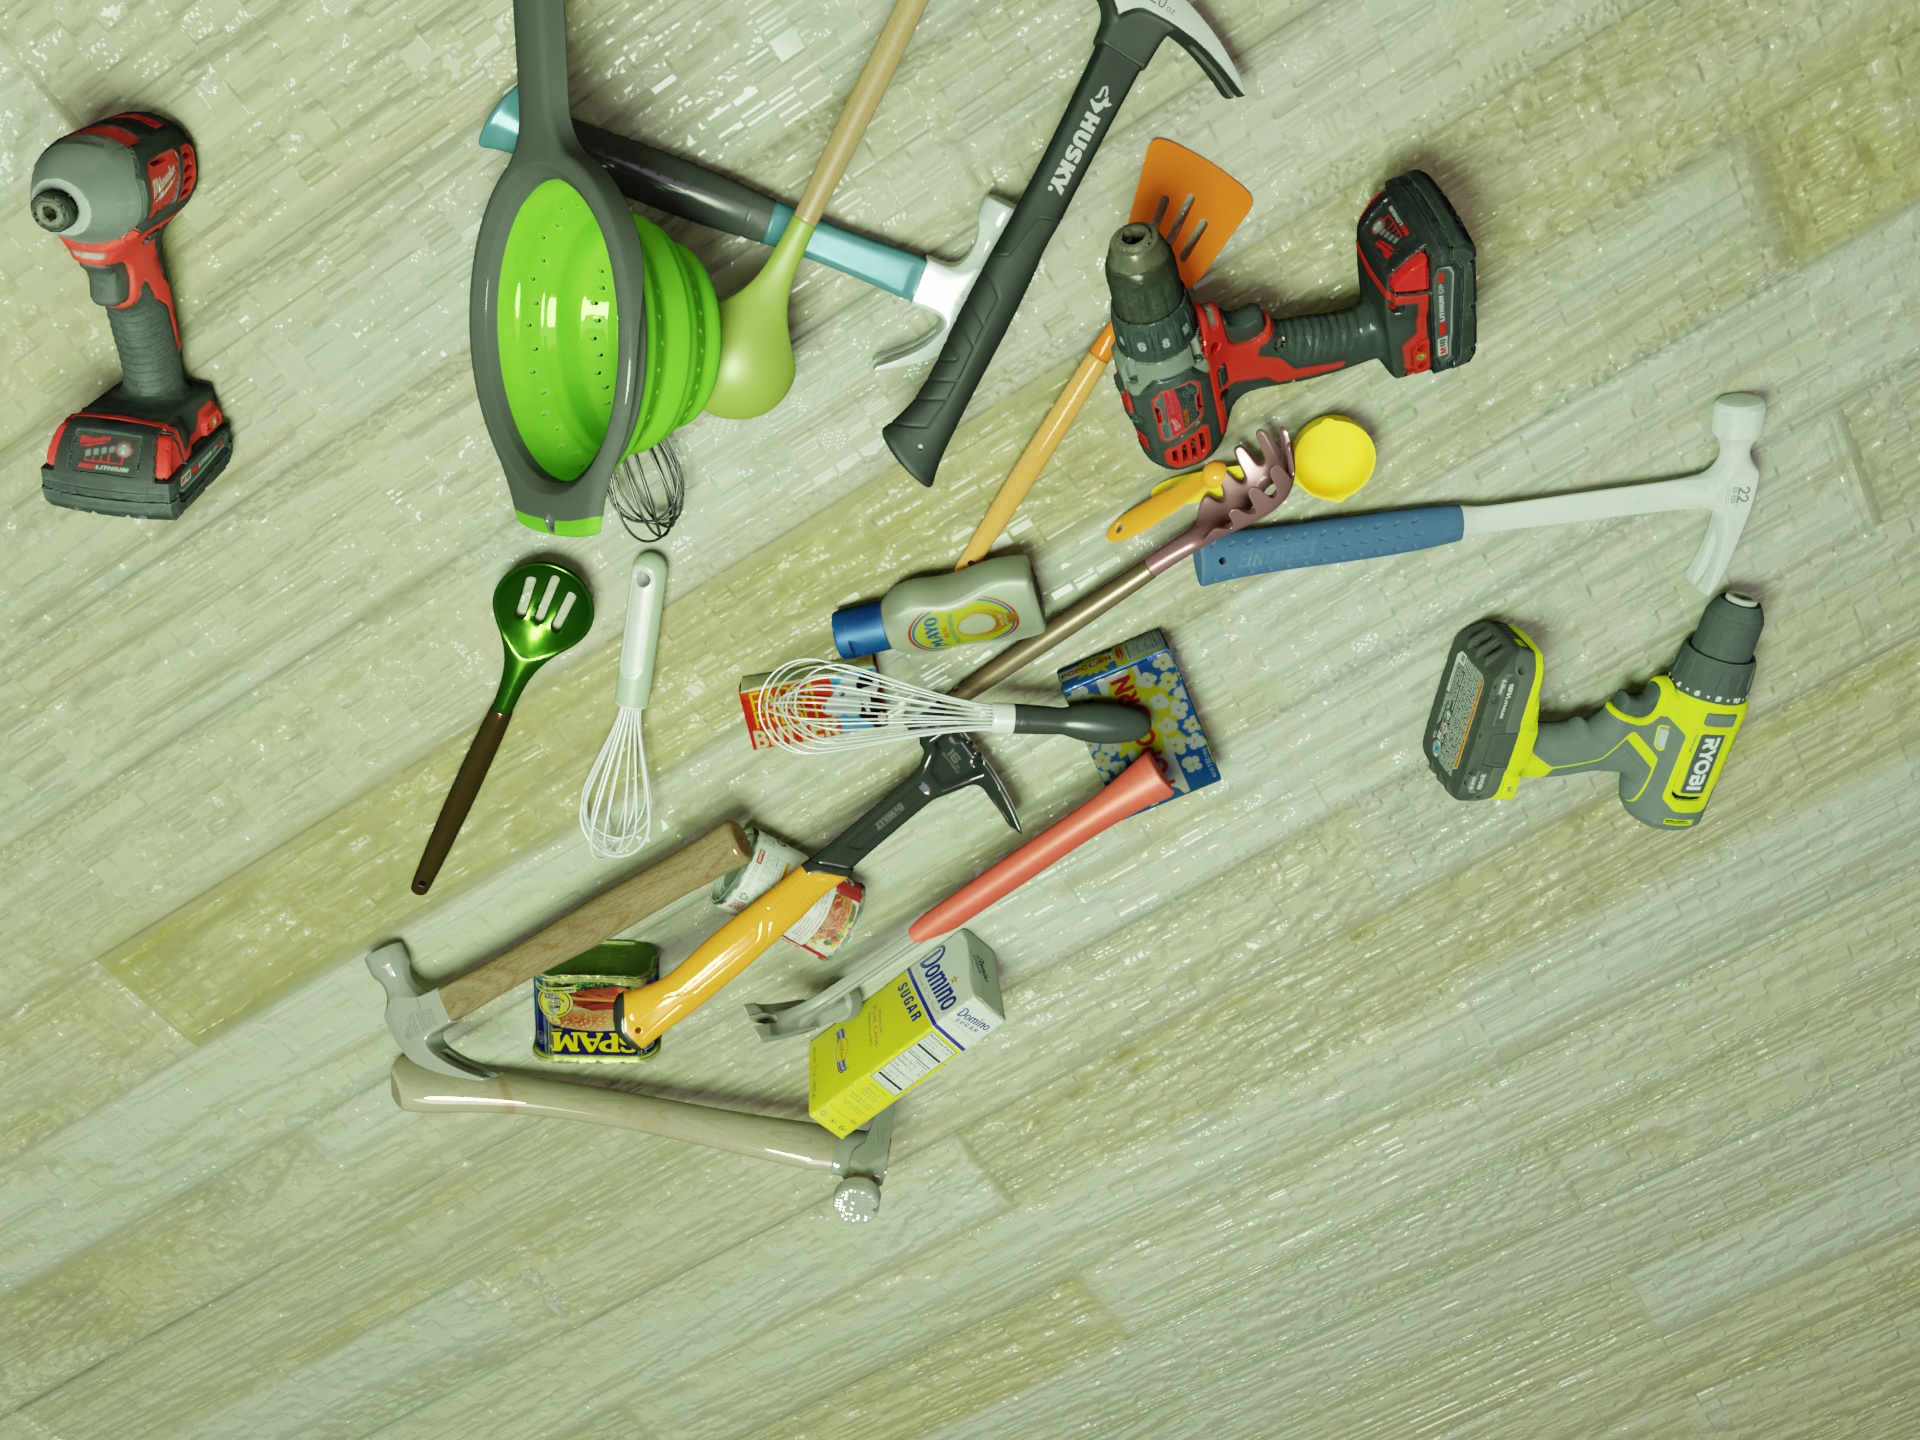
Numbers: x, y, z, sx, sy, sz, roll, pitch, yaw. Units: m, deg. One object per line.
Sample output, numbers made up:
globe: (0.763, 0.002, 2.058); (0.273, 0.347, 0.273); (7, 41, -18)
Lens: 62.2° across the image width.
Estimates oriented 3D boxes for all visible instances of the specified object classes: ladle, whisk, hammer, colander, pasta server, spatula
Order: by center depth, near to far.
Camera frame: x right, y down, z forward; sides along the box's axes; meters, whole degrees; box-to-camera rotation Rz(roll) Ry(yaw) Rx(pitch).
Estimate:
colander: (-0.207, -0.309, 0.926); (0.094, 0.205, 0.397); (-10, 105, -39)
ladle: (-0.083, -0.328, 0.966); (0.078, 0.062, 0.320); (25, 105, -15)
hammer: (0.046, -0.300, 0.990); (0.146, 0.035, 0.334); (25, 101, -18)
hammer: (-0.133, -0.320, 1.000); (0.331, 0.033, 0.128); (17, 115, -14)
whisk: (-0.232, -0.227, 1.035); (0.055, 0.055, 0.238); (-15, 115, 3)
spatula: (0.080, -0.229, 1.078); (0.081, 0.041, 0.322); (24, 118, -18)
pasta server: (0.108, -0.098, 1.129); (0.316, 0.060, 0.040); (-34, 122, 22)
whisk: (-0.002, -0.002, 1.140); (0.284, 0.070, 0.070); (3, 118, -8)
hammer: (0.371, -0.138, 1.146); (0.405, 0.035, 0.144); (-8, 119, -1)
whisk: (-0.241, -0.006, 1.157); (0.058, 0.059, 0.246); (20, 114, 15)
hammer: (-0.113, 0.131, 1.180); (0.337, 0.034, 0.127); (-39, 106, -6)
hammer: (0.003, 0.137, 1.202); (0.359, 0.149, 0.037); (-36, 73, 16)
hammer: (-0.299, 0.168, 1.204); (0.331, 0.031, 0.130); (-29, 82, 14)
hammer: (-0.260, 0.318, 1.311); (0.410, 0.146, 0.038); (10, 117, 1)

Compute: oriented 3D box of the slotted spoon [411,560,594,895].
slotted spoon: (-0.347, 0.010, 1.166); (0.070, 0.031, 0.313); (23, 116, -17)

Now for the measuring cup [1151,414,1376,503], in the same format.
measuring cup: (0.212, -0.177, 1.121); (0.156, 0.029, 0.062); (-9, 116, 13)

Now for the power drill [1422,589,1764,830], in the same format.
power drill: (0.486, -0.013, 1.204); (0.228, 0.080, 0.190); (3, 119, -10)

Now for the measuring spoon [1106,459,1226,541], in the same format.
measuring spoon: (0.138, -0.150, 1.096); (0.011, 0.021, 0.117); (16, 153, -34)

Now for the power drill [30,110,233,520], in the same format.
power drill: (-0.500, -0.239, 0.949); (0.078, 0.143, 0.219); (7, 120, -6)

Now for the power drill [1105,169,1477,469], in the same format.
power drill: (0.202, -0.264, 1.005); (0.226, 0.080, 0.187); (-20, 144, 6)
